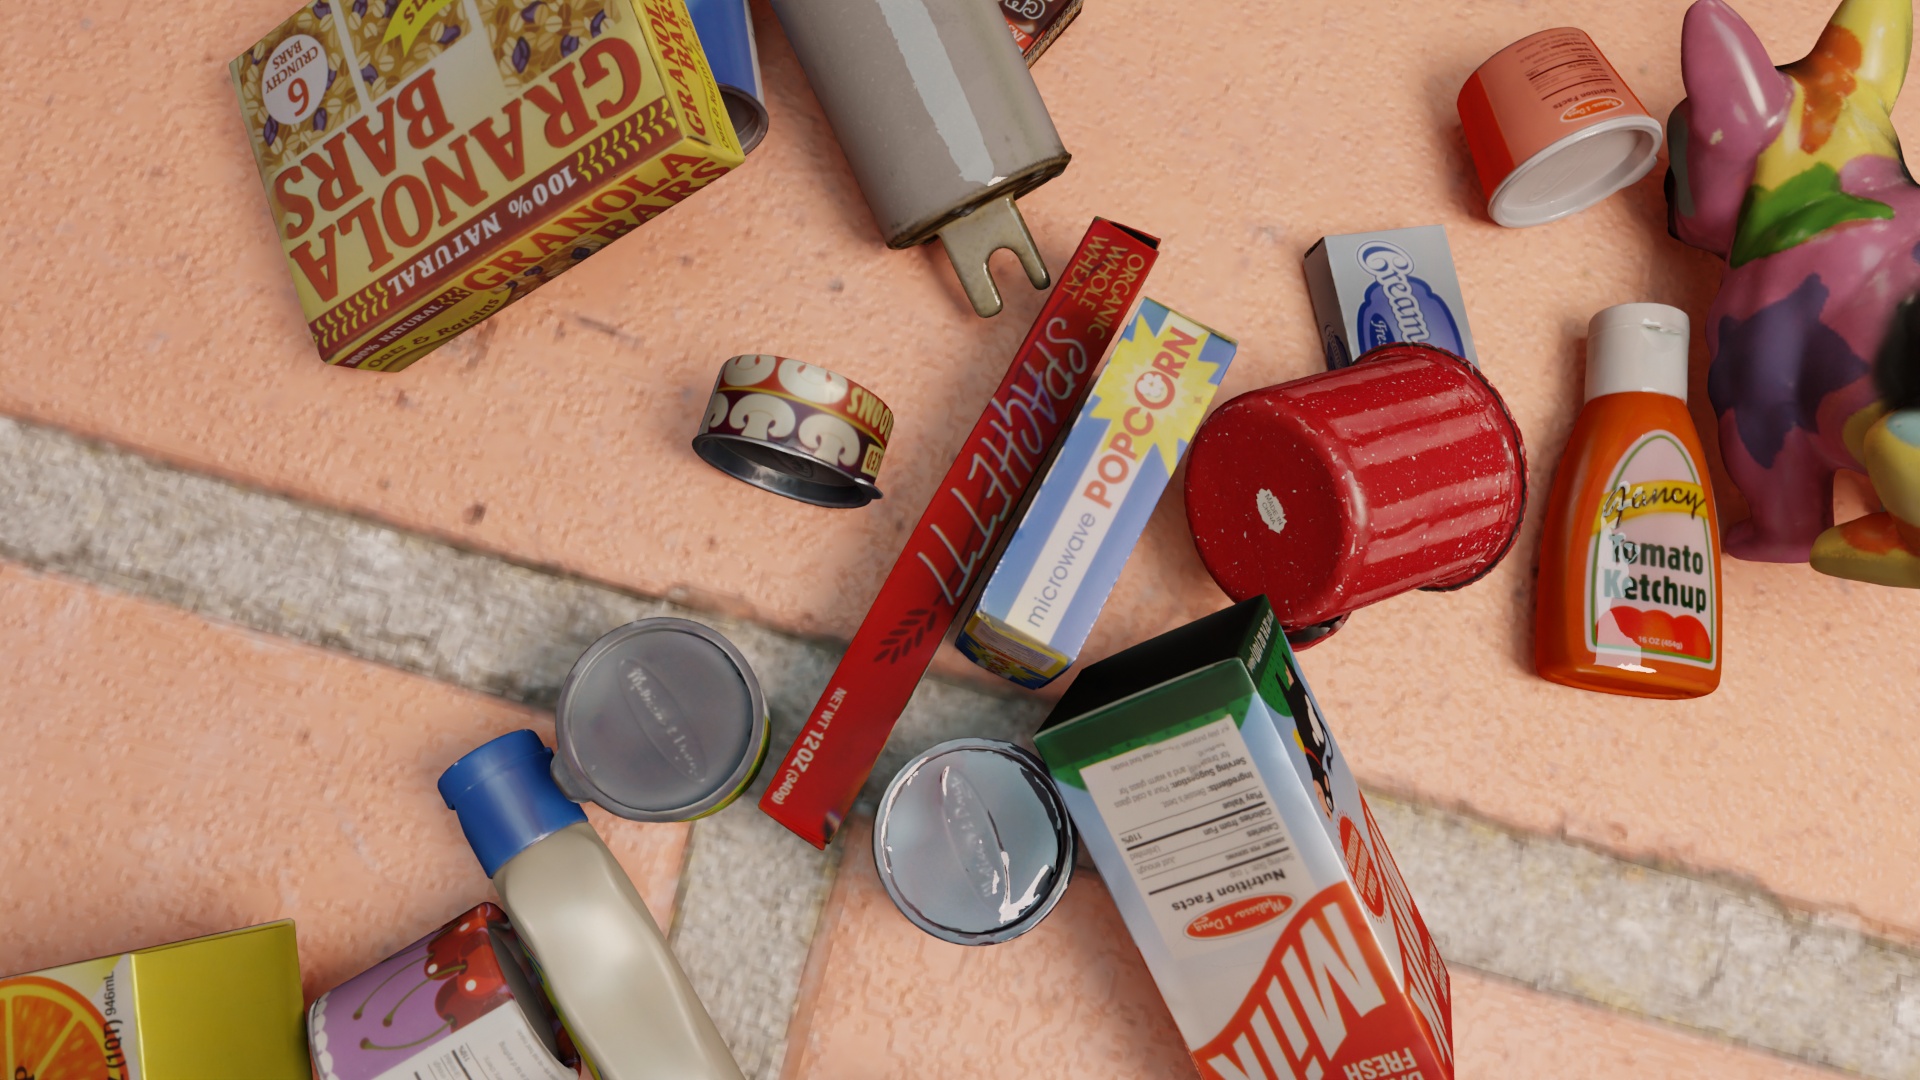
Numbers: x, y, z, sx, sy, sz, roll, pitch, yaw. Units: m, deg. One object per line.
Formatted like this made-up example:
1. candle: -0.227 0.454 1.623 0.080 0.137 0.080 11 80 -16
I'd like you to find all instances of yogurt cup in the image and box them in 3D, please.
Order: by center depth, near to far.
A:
1. yogurt cup: 0.235 -0.166 0.555 0.072 0.072 0.054 -15 71 -8

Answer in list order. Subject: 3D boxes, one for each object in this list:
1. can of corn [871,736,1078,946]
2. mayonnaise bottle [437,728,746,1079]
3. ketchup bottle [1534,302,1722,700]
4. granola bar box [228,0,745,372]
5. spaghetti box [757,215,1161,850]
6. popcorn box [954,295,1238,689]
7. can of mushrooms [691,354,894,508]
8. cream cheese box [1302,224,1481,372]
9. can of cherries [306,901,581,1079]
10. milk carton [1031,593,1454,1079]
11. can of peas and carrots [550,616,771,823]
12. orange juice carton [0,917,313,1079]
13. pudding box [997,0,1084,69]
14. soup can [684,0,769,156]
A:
1. can of corn: 0.005 0.101 0.474 0.071 0.058 0.071 1 77 -5
2. mayonnaise bottle: -0.120 0.133 0.455 0.041 0.064 0.148 -30 78 -20
3. ketchup bottle: 0.258 -0.016 0.534 0.065 0.043 0.149 9 76 -3
4. granola bar box: -0.170 -0.150 0.485 0.165 0.039 0.124 -25 80 20
5. spaghetti box: 0.002 -0.006 0.503 0.029 0.050 0.250 29 76 0
6. popcorn box: 0.045 -0.013 0.490 0.038 0.085 0.127 28 77 2
7. can of mushrooms: -0.057 -0.038 0.495 0.071 0.071 0.033 17 76 -2
8. cream cheese box: 0.174 -0.071 0.547 0.053 0.024 0.104 -9 79 -9
9. can of cherries: -0.163 0.157 0.443 0.058 0.071 0.071 -31 82 -11
10. milk carton: 0.103 0.123 0.450 0.073 0.072 0.190 -25 93 22
11. can of peas and carrots: -0.100 0.064 0.472 0.071 0.058 0.071 1 78 -5
12. orange juice carton: -0.299 0.169 0.410 0.193 0.073 0.072 -13 79 8
13. pudding box: 0.004 -0.230 0.563 0.084 0.030 0.050 39 78 4
14. soup can: -0.113 -0.192 0.523 0.071 0.071 0.084 -9 78 -7
